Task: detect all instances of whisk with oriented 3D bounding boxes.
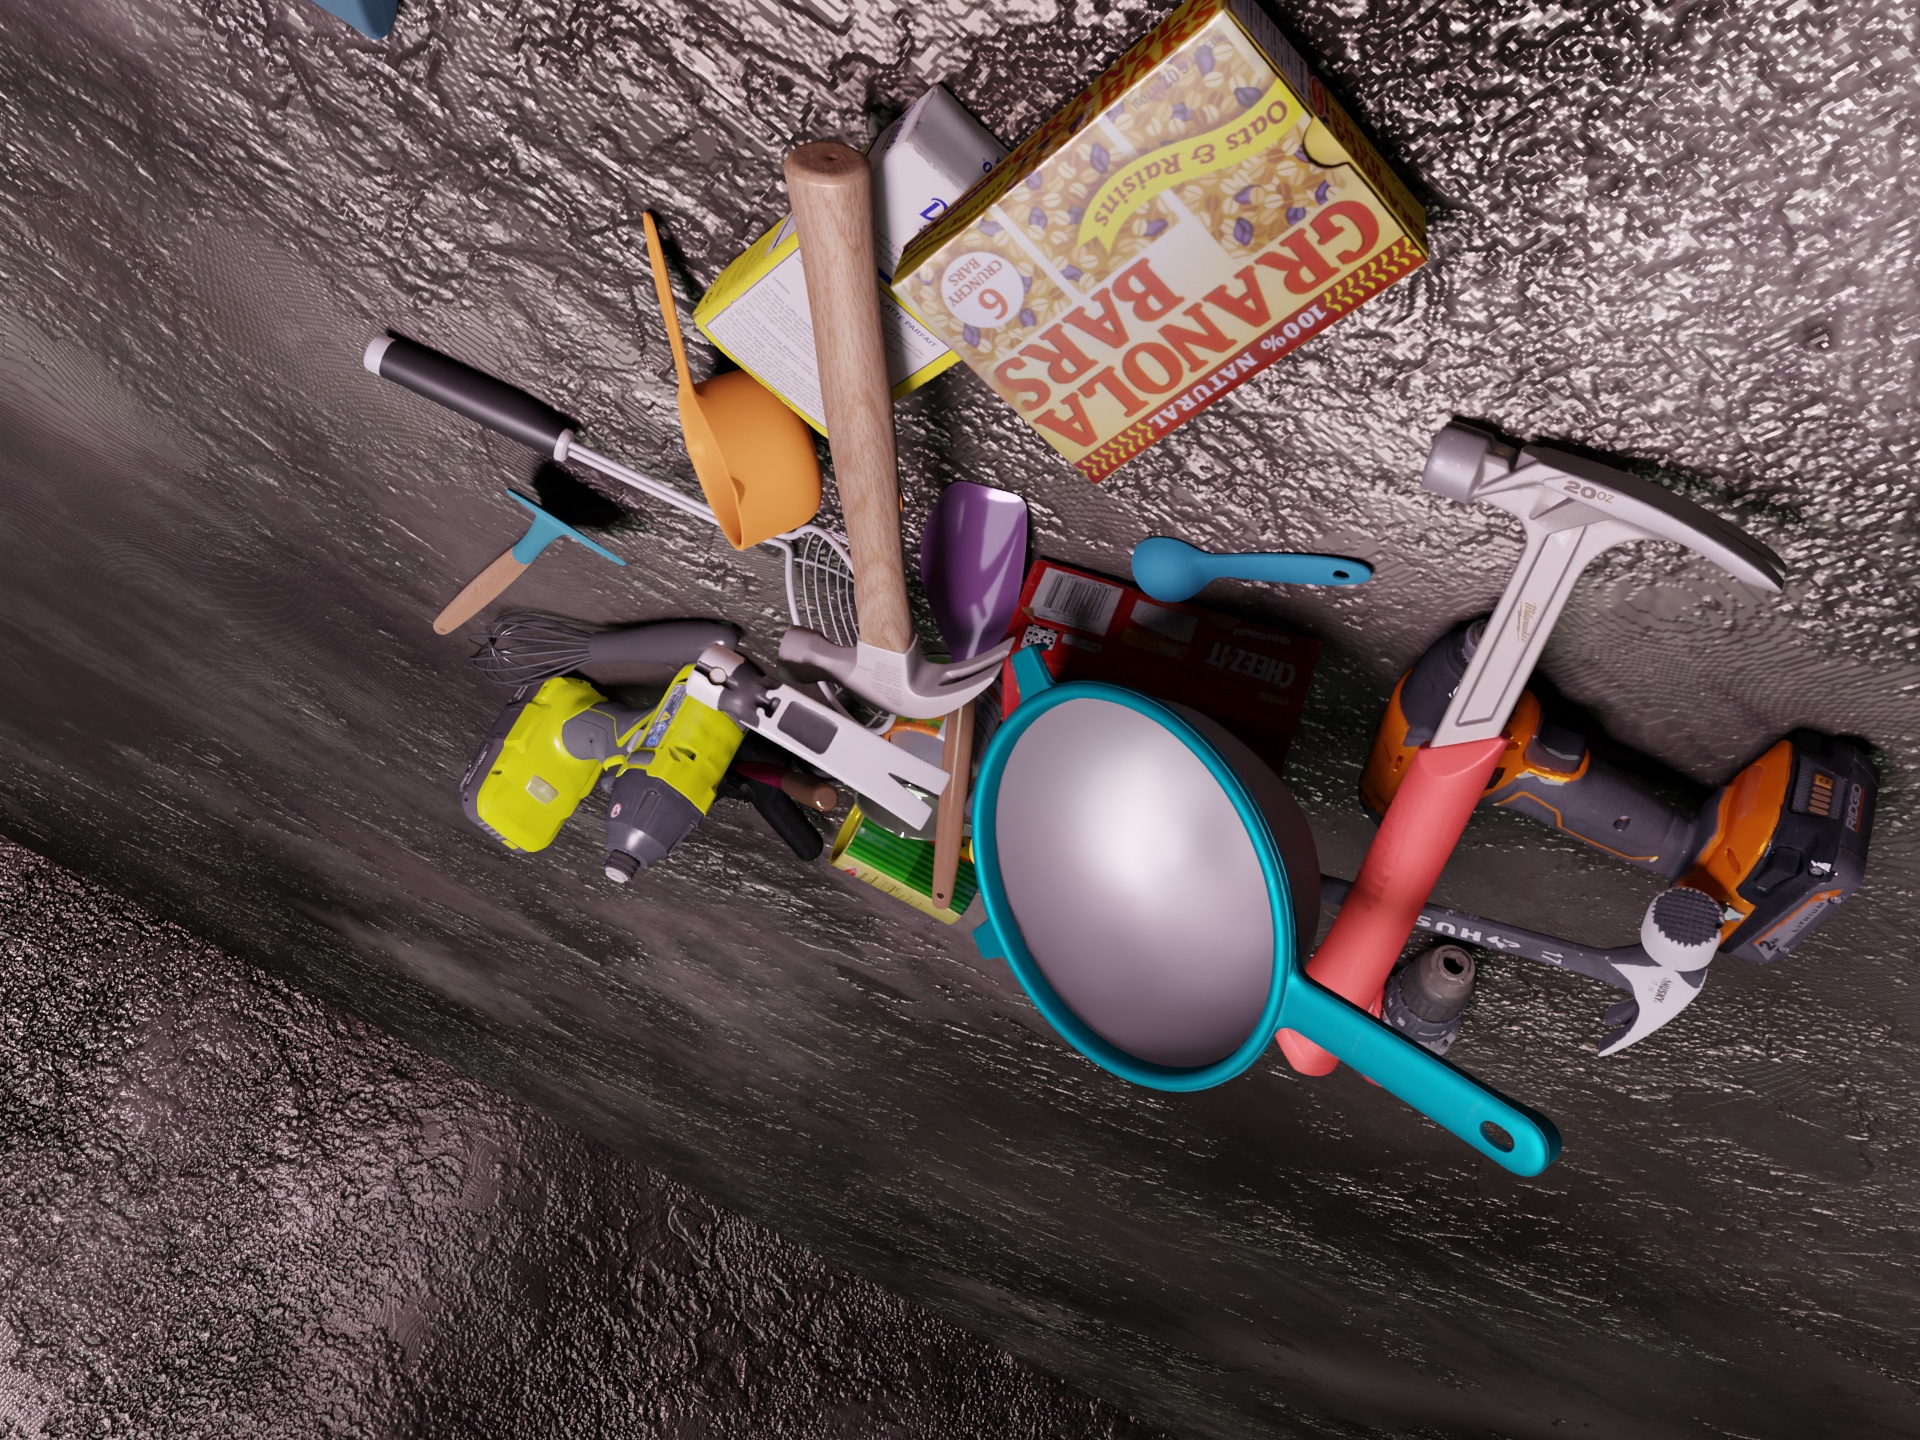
[{"bbox_3d":[-0.253,-0.053,1.112,0.239,0.055,0.055,-1,144,30],"label":"whisk"}]

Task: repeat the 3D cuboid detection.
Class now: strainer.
[{"bbox_3d":[0.151,0.099,0.774,0.341,0.095,0.210,31,126,38],"label":"strainer"}]

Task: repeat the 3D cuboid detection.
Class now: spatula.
[{"bbox_3d":[-0.001,-0.003,0.942,0.060,0.018,0.315,15,130,12],"label":"spatula"},{"bbox_3d":[-0.311,-0.097,1.078,0.082,0.044,0.317,32,151,-23],"label":"spatula"}]

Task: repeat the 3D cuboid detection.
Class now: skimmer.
[{"bbox_3d":[-0.186,-0.110,0.915,0.363,0.090,0.127,26,152,-5],"label":"skimmer"}]

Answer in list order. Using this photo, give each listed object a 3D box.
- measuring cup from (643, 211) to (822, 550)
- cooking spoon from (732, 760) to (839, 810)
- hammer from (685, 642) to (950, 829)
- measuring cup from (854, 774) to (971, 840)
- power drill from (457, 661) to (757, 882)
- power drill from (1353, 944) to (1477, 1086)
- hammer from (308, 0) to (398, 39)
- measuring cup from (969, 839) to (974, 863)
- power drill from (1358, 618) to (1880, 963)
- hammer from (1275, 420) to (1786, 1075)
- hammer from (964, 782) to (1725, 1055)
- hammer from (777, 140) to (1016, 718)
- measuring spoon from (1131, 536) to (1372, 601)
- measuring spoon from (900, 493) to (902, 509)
[{"bbox_3d":[-0.114,-0.174,0.801,0.095,0.052,0.173,-137,31,-58],"label":"measuring cup"},{"bbox_3d":[-0.102,0.040,0.991,0.068,0.017,0.319,21,176,-11],"label":"cooking spoon"},{"bbox_3d":[-0.083,0.020,0.995,0.146,0.035,0.334,30,174,0],"label":"hammer"},{"bbox_3d":[0.009,0.062,1.129,0.167,0.038,0.083,15,149,3],"label":"measuring cup"},{"bbox_3d":[-0.254,0.034,1.132,0.223,0.171,0.080,-2,143,43],"label":"power drill"},{"bbox_3d":[0.243,0.184,1.127,0.227,0.080,0.187,16,151,7],"label":"power drill"},{"bbox_3d":[-0.395,-0.380,0.669,0.331,0.033,0.128,25,151,-4],"label":"hammer"},{"bbox_3d":[0.053,0.086,1.059,0.062,0.029,0.156,18,-174,23],"label":"measuring cup"},{"bbox_3d":[0.325,0.029,0.799,0.226,0.084,0.164,20,151,13],"label":"power drill"},{"bbox_3d":[0.235,0.043,0.758,0.149,0.037,0.358,27,127,18],"label":"hammer"},{"bbox_3d":[0.191,0.091,0.884,0.409,0.036,0.149,15,150,21],"label":"hammer"},{"bbox_3d":[-0.041,-0.114,0.742,0.130,0.031,0.331,16,144,15],"label":"hammer"},{"bbox_3d":[0.145,-0.072,0.814,0.129,0.021,0.042,6,147,31],"label":"measuring spoon"},{"bbox_3d":[-0.056,-0.146,0.843,0.021,0.011,0.116,7,147,27],"label":"measuring spoon"}]
